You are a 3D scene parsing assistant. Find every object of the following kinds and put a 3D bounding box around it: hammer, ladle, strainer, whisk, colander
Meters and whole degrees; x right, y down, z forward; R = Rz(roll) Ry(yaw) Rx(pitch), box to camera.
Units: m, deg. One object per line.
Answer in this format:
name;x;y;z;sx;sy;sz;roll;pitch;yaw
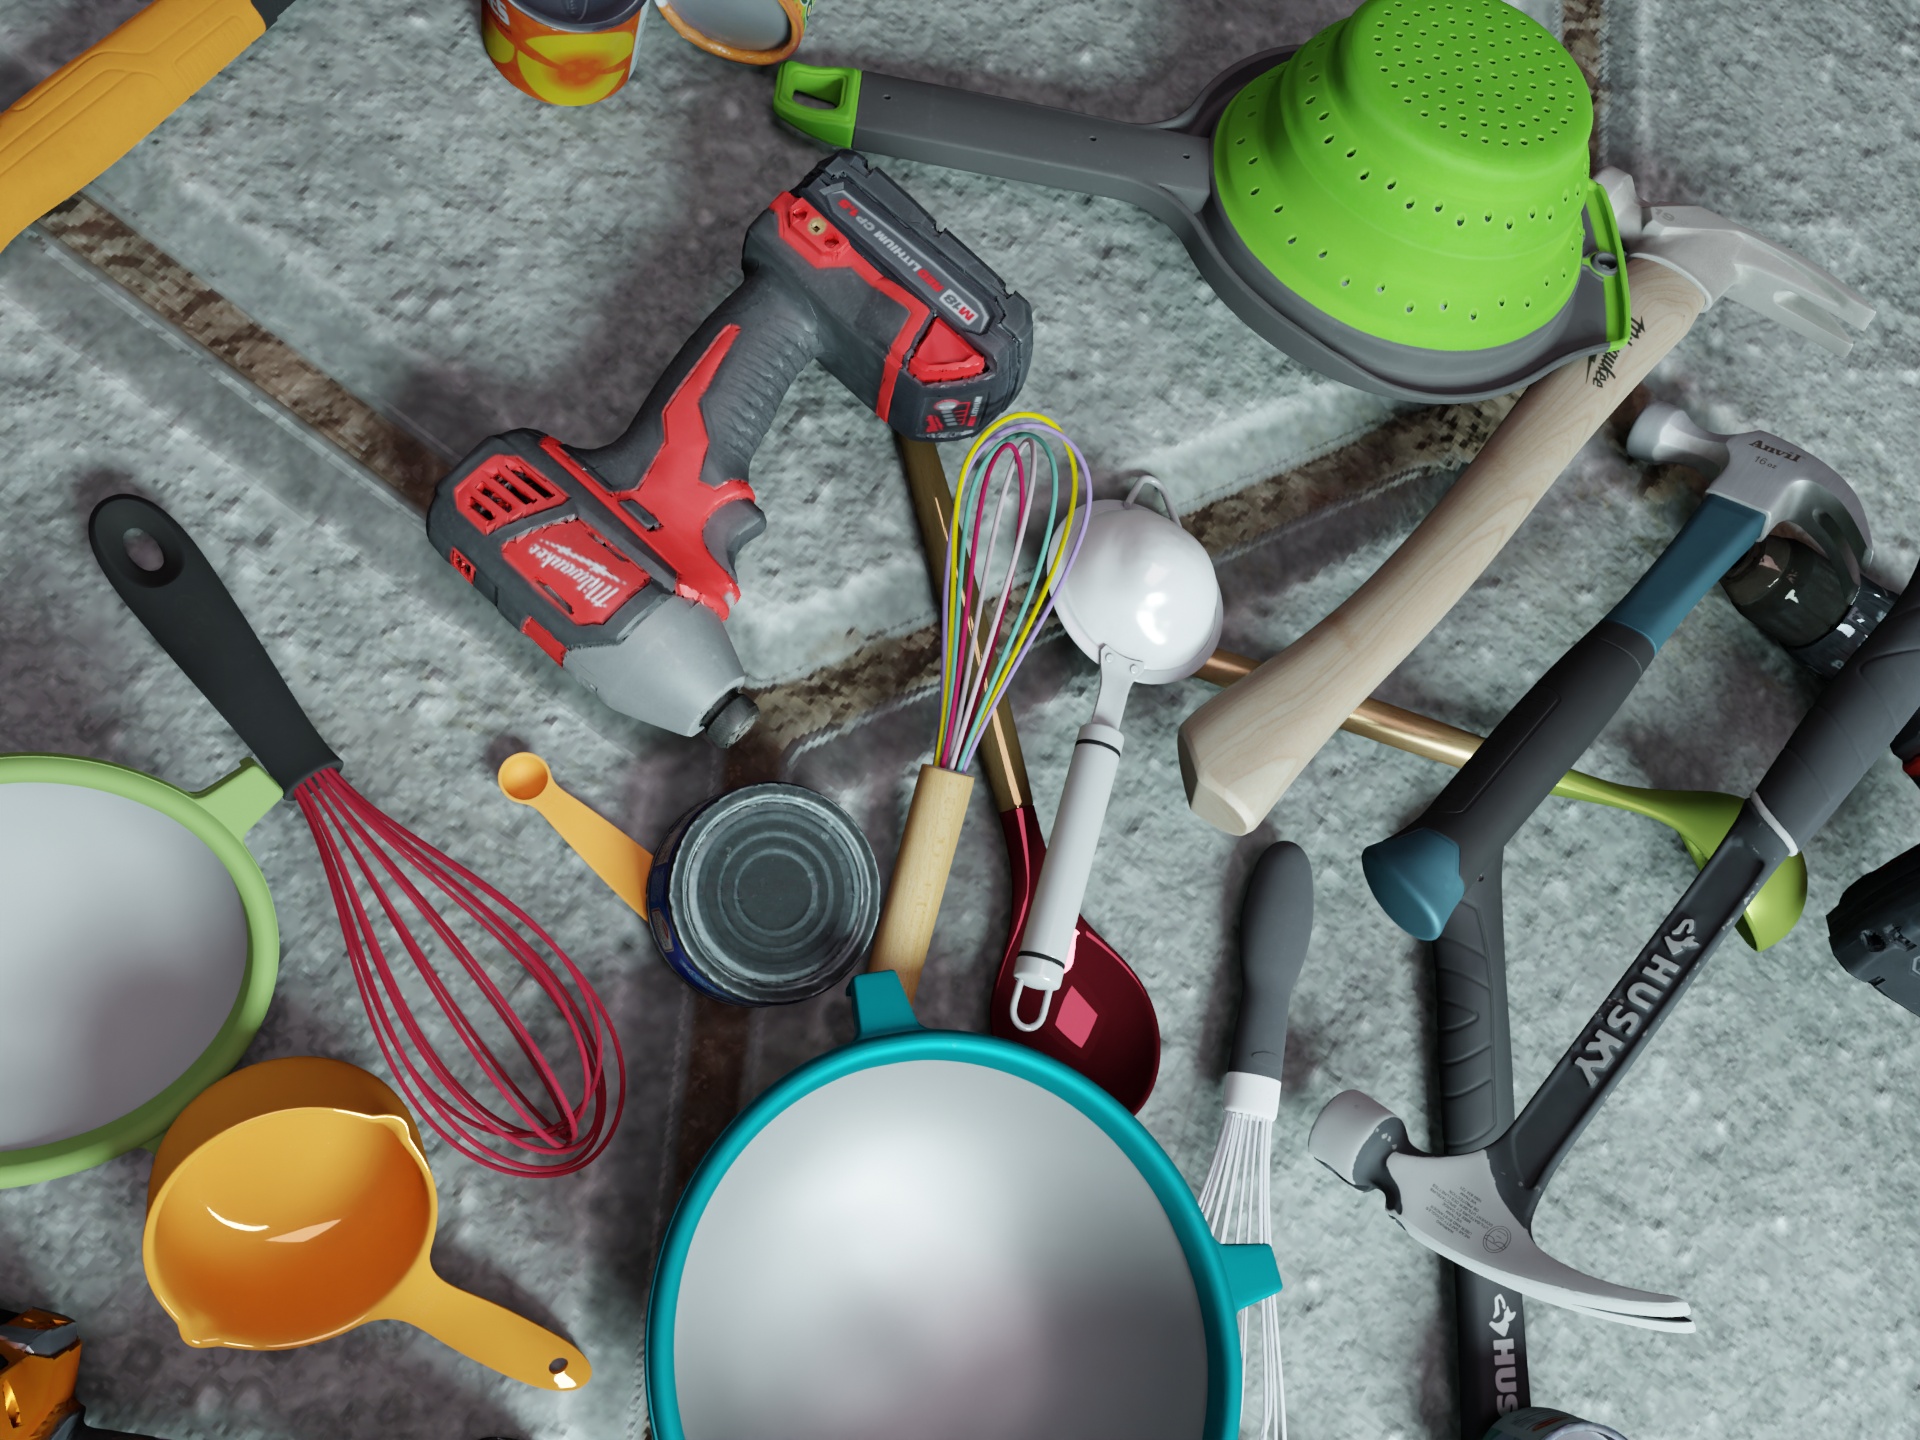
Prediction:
hammer;-0.293;-0.276;0.609;0.127;0.034;0.337;41;71;-7
hammer;0.321;0.058;0.641;0.409;0.149;0.036;-48;136;-12
hammer;0.280;-0.026;0.690;0.128;0.033;0.331;32;60;32
ladle;0.232;0.028;0.712;0.320;0.078;0.062;18;113;-6
strainer;-0.045;0.268;0.529;0.211;0.095;0.340;36;57;-1
strainer;0.061;0.002;0.645;0.086;0.050;0.259;23;68;-16
hammer;0.229;0.215;0.680;0.146;0.035;0.335;3;79;-16
hammer;0.244;-0.095;0.705;0.146;0.038;0.411;37;68;20
ladle;0.015;0.012;0.656;0.069;0.031;0.315;-12;82;-17
whisk;-0.219;0.037;0.564;0.073;0.073;0.296;-36;86;-20
whisk;-0.003;-0.003;0.625;0.047;0.051;0.245;15;90;-57
whisk;0.114;0.184;0.642;0.070;0.070;0.285;18;71;-14
strainer;-0.349;0.066;0.484;0.256;0.069;0.151;6;108;-34
colander;0.121;-0.258;0.678;0.397;0.094;0.205;8;62;-8

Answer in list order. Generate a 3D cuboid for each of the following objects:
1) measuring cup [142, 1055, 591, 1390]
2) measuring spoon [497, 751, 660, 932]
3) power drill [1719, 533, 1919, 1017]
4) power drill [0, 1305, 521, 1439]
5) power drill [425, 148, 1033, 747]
measuring cup;-0.197;0.181;0.551;0.095;0.052;0.173;-48;122;-5
measuring spoon;-0.131;0.055;0.612;0.117;0.011;0.021;43;67;-9
power drill;0.434;0.021;0.723;0.187;0.080;0.227;30;44;-11
power drill;-0.222;0.243;0.467;0.226;0.164;0.084;18;76;-11
power drill;-0.079;-0.100;0.614;0.143;0.078;0.220;43;76;4
